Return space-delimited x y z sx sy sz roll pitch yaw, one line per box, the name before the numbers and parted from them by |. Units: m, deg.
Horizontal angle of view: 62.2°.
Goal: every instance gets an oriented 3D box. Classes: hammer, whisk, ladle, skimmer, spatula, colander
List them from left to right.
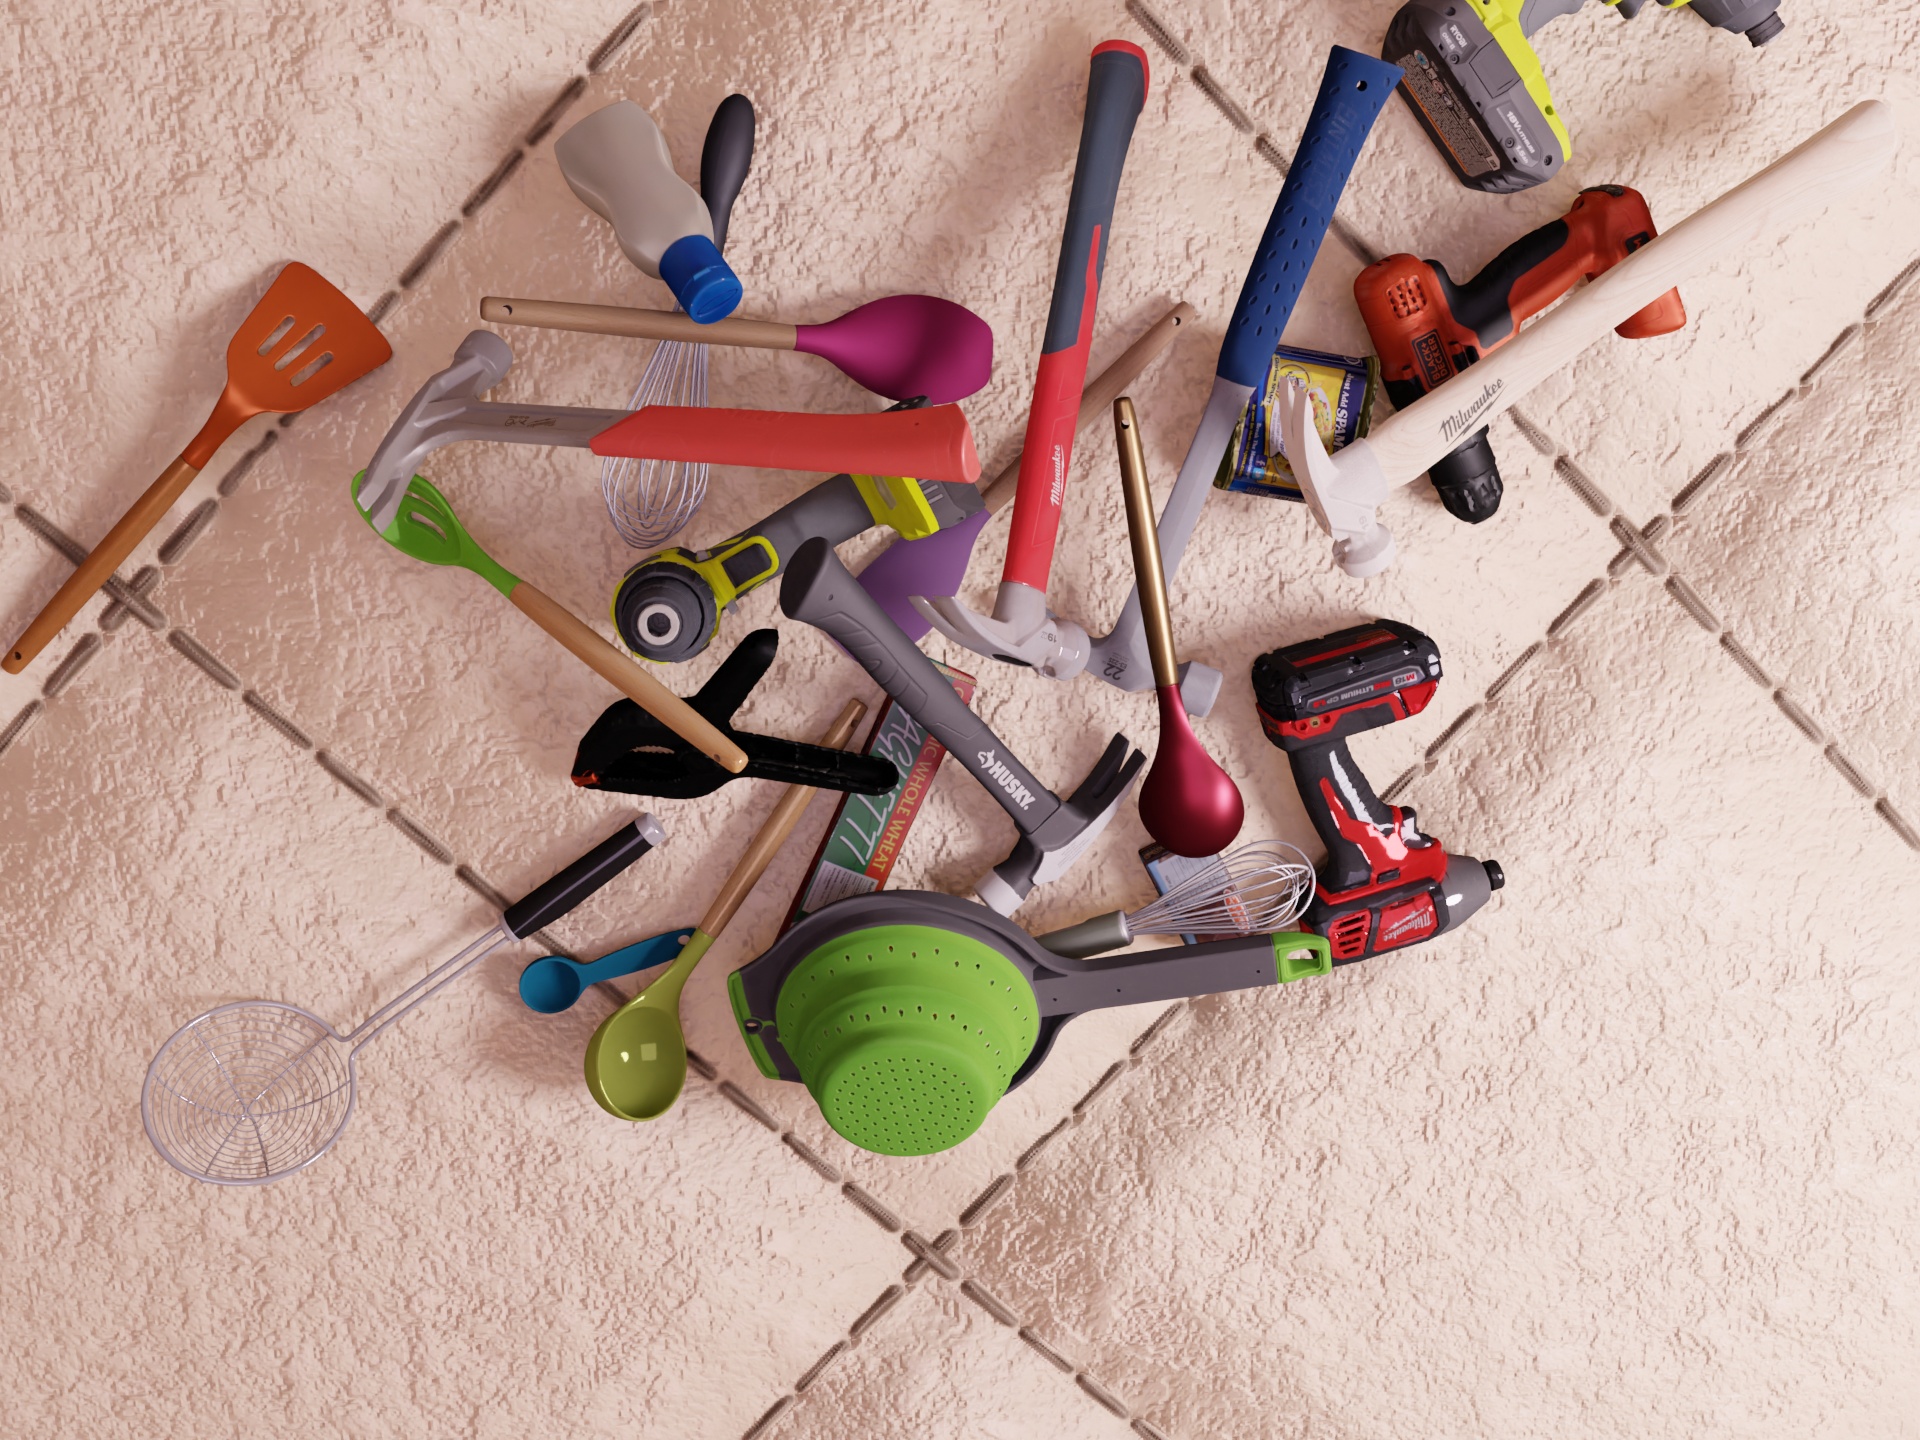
spatula | -0.493 -0.146 0.997 0.322 0.041 0.081 -44 102 9
skimmer | -0.356 0.167 1.038 0.363 0.090 0.127 -35 71 1
hammer | -0.163 -0.156 0.900 0.359 0.149 0.036 7 146 19
whisk | -0.169 -0.245 0.985 0.070 0.070 0.284 13 96 -7
ladle | -0.148 0.126 1.061 0.078 0.062 0.320 31 94 -44
hammer | -0.002 -0.003 0.971 0.146 0.035 0.334 -44 135 -1
spatula | 0.036 -0.155 1.037 0.316 0.018 0.059 -44 102 7
colander | 0.045 0.202 1.025 0.397 0.095 0.204 -9 125 7
hammer | 0.054 -0.226 0.941 0.038 0.143 0.386 5 81 37
whisk | 0.118 0.136 1.070 0.246 0.057 0.059 -19 70 16
ladle | 0.128 -0.049 1.007 0.069 0.031 0.315 -7 110 13
hammer | 0.158 -0.199 0.968 0.144 0.035 0.405 21 116 2
hammer | 0.379 -0.253 0.957 0.410 0.038 0.146 -34 129 1

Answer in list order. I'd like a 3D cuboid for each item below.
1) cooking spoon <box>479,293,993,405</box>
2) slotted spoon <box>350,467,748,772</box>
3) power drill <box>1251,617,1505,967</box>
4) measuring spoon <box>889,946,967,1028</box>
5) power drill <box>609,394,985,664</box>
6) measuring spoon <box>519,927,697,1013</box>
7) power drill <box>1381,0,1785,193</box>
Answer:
cooking spoon | -0.126 -0.235 0.967 0.318 0.017 0.068 0 100 -22
slotted spoon | -0.251 -0.063 0.969 0.314 0.031 0.070 36 139 14
power drill | 0.283 0.051 1.073 0.143 0.079 0.219 -16 105 -1
measuring spoon | -0.028 0.182 1.110 0.021 0.011 0.116 -35 106 3
power drill | -0.105 -0.106 0.953 0.228 0.191 0.080 -29 102 -2
measuring spoon | -0.238 0.163 1.088 0.128 0.021 0.042 -18 114 -10
power drill | 0.390 -0.437 0.978 0.223 0.080 0.171 -39 102 1
